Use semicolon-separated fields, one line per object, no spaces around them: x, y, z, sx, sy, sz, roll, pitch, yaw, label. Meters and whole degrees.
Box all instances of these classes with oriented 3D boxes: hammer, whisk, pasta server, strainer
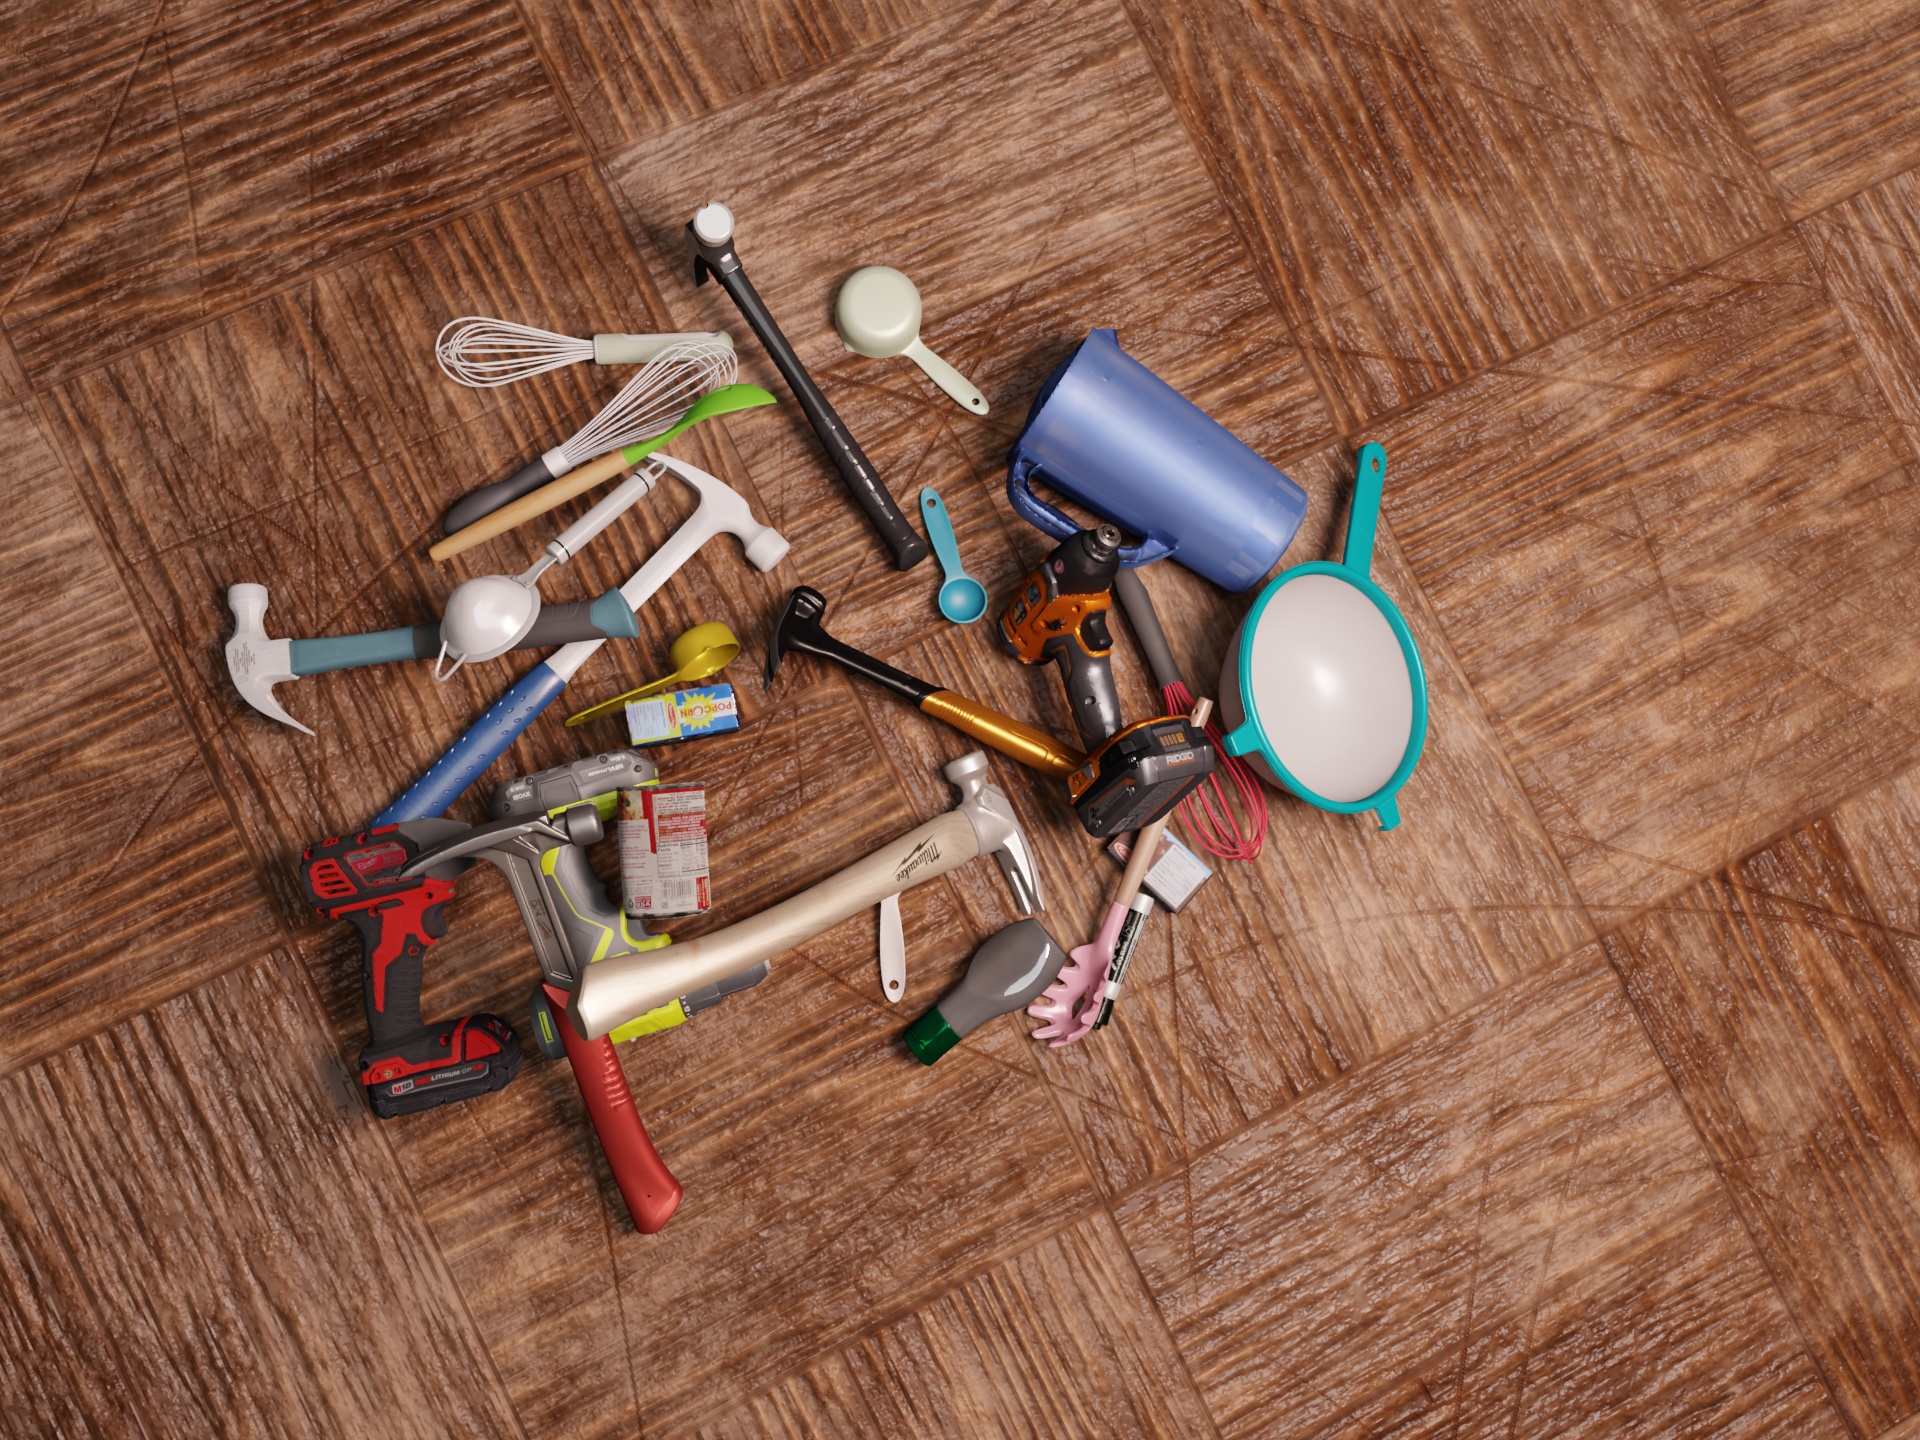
-0.426;-0.066;1.286;0.331;0.033;0.128;-7;78;1;hammer
-0.002;-0.004;1.328;0.336;0.127;0.034;25;124;-8;hammer
-0.127;-0.271;1.338;0.035;0.146;0.334;-35;100;-8;hammer
-0.301;0.243;1.229;0.149;0.037;0.359;-17;108;-7;hammer
0.189;-0.013;1.367;0.073;0.073;0.296;-21;82;-8;whisk
0.140;0.126;1.325;0.040;0.060;0.316;19;95;-41;pasta server
-0.316;-0.315;1.346;0.246;0.058;0.059;-5;117;-11;whisk
-0.111;0.156;1.237;0.410;0.038;0.146;-23;87;-35;hammer
0.305;-0.081;1.368;0.210;0.095;0.340;25;68;-27;strainer
-0.310;-0.233;1.328;0.284;0.070;0.070;-32;89;-1;whisk
-0.333;-0.052;1.321;0.144;0.035;0.405;44;81;-1;hammer
-0.330;-0.131;1.270;0.087;0.050;0.258;28;61;31;strainer

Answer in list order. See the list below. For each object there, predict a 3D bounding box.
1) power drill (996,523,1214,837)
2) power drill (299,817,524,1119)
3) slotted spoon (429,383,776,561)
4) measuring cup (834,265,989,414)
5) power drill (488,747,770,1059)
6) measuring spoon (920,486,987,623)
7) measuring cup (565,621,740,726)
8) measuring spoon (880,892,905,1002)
0.116;-0.039;1.279;0.084;0.164;0.227;-10;66;-29;power drill
-0.420;0.187;1.251;0.143;0.078;0.219;-14;93;-7;power drill
-0.296;-0.203;1.298;0.314;0.070;0.031;-26;101;5;slotted spoon
-0.037;-0.327;1.380;0.167;0.038;0.083;42;81;1;measuring cup
-0.271;0.142;1.289;0.190;0.080;0.228;-17;89;-8;power drill
-0.011;-0.141;1.379;0.042;0.021;0.129;-16;77;-8;measuring spoon
-0.258;-0.039;1.313;0.156;0.062;0.029;-25;76;-13;measuring cup
-0.059;0.175;1.342;0.034;0.018;0.124;-3;91;-7;measuring spoon
